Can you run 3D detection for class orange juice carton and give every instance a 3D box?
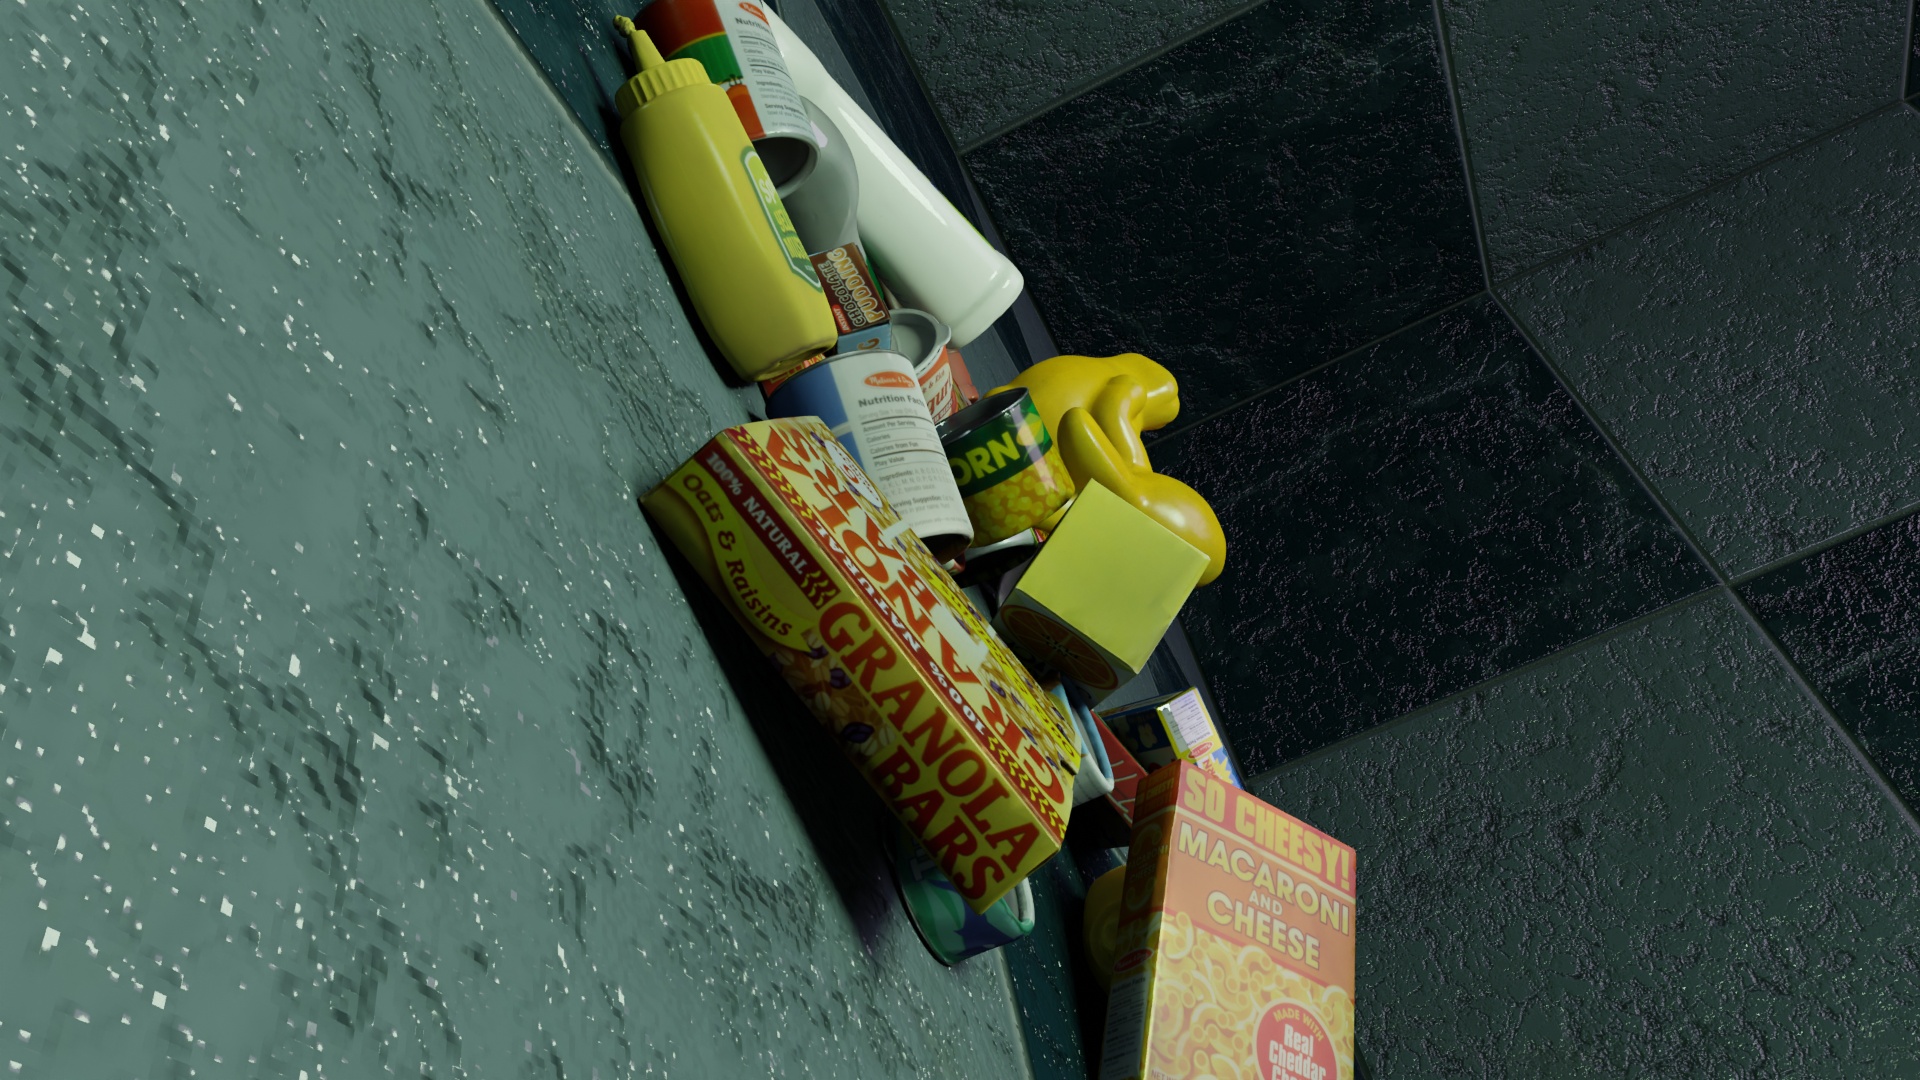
[{"bbox_3d":[0.061,0.043,0.749,0.073,0.072,0.192,35,-18,3],"label":"orange juice carton"}]

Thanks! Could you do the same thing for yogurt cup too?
[{"bbox_3d":[-0.035,-0.086,0.765,0.073,0.072,0.053,-105,174,-46],"label":"yogurt cup"}]

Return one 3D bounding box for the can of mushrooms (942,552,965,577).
[{"bbox_3d":[-0.025,-0.005,0.705,0.071,0.033,0.071,62,9,-17],"label":"can of mushrooms"}]

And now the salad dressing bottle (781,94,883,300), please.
[{"bbox_3d":[-0.080,-0.176,0.765,0.147,0.064,0.044,66,17,-56],"label":"salad dressing bottle"}]

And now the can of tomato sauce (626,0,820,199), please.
[{"bbox_3d":[-0.110,-0.202,0.641,0.083,0.071,0.071,68,10,12],"label":"can of tomato sauce"}]

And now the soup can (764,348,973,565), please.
[{"bbox_3d":[-0.040,-0.027,0.585,0.071,0.071,0.084,35,33,-72],"label":"soup can"}]

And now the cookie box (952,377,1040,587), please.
[{"bbox_3d":[0.003,-0.049,0.937,0.167,0.040,0.123,47,20,-61],"label":"cookie box"}]

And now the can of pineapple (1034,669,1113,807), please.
[{"bbox_3d":[0.037,0.103,0.691,0.071,0.058,0.071,62,10,-19],"label":"can of pineapple"}]

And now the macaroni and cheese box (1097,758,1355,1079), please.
[{"bbox_3d":[0.135,0.208,0.682,0.123,0.040,0.167,29,49,-18],"label":"macaroni and cheese box"}]

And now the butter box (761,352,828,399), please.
[{"bbox_3d":[-0.085,-0.101,0.642,0.053,0.024,0.103,30,37,-76],"label":"butter box"}]

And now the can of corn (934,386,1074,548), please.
[{"bbox_3d":[0.016,-0.036,0.696,0.058,0.071,0.071,63,10,-14],"label":"can of corn"}]

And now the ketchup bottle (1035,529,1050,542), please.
[{"bbox_3d":[0.050,0.008,1.046,0.064,0.043,0.149,35,32,-72],"label":"ketchup bottle"}]

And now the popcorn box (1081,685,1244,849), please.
[{"bbox_3d":[0.118,0.146,0.879,0.126,0.038,0.085,-29,-96,59],"label":"popcorn box"}]

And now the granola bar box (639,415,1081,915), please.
[{"bbox_3d":[-0.025,0.032,0.479,0.165,0.039,0.124,51,10,-1],"label":"granola bar box"}]

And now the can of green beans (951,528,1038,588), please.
[{"bbox_3d":[0.003,-0.010,0.769,0.071,0.071,0.058,35,33,-72],"label":"can of green beans"}]

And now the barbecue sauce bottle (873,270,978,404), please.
[{"bbox_3d":[-0.032,-0.165,1.031,0.065,0.043,0.148,10,56,-80],"label":"barbecue sauce bottle"}]

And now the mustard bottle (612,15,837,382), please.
[{"bbox_3d":[-0.104,-0.145,0.575,0.065,0.049,0.160,-59,124,-80],"label":"mustard bottle"}]

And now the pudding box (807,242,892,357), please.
[{"bbox_3d":[-0.057,-0.102,0.686,0.083,0.030,0.050,102,-33,-65],"label":"pudding box"}]

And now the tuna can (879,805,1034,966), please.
[{"bbox_3d":[-0.001,0.121,0.521,0.071,0.033,0.071,66,9,0],"label":"tuna can"}]

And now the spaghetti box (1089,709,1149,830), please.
[{"bbox_3d":[0.108,0.157,0.812,0.251,0.028,0.050,50,1,29],"label":"spaghetti box"}]
